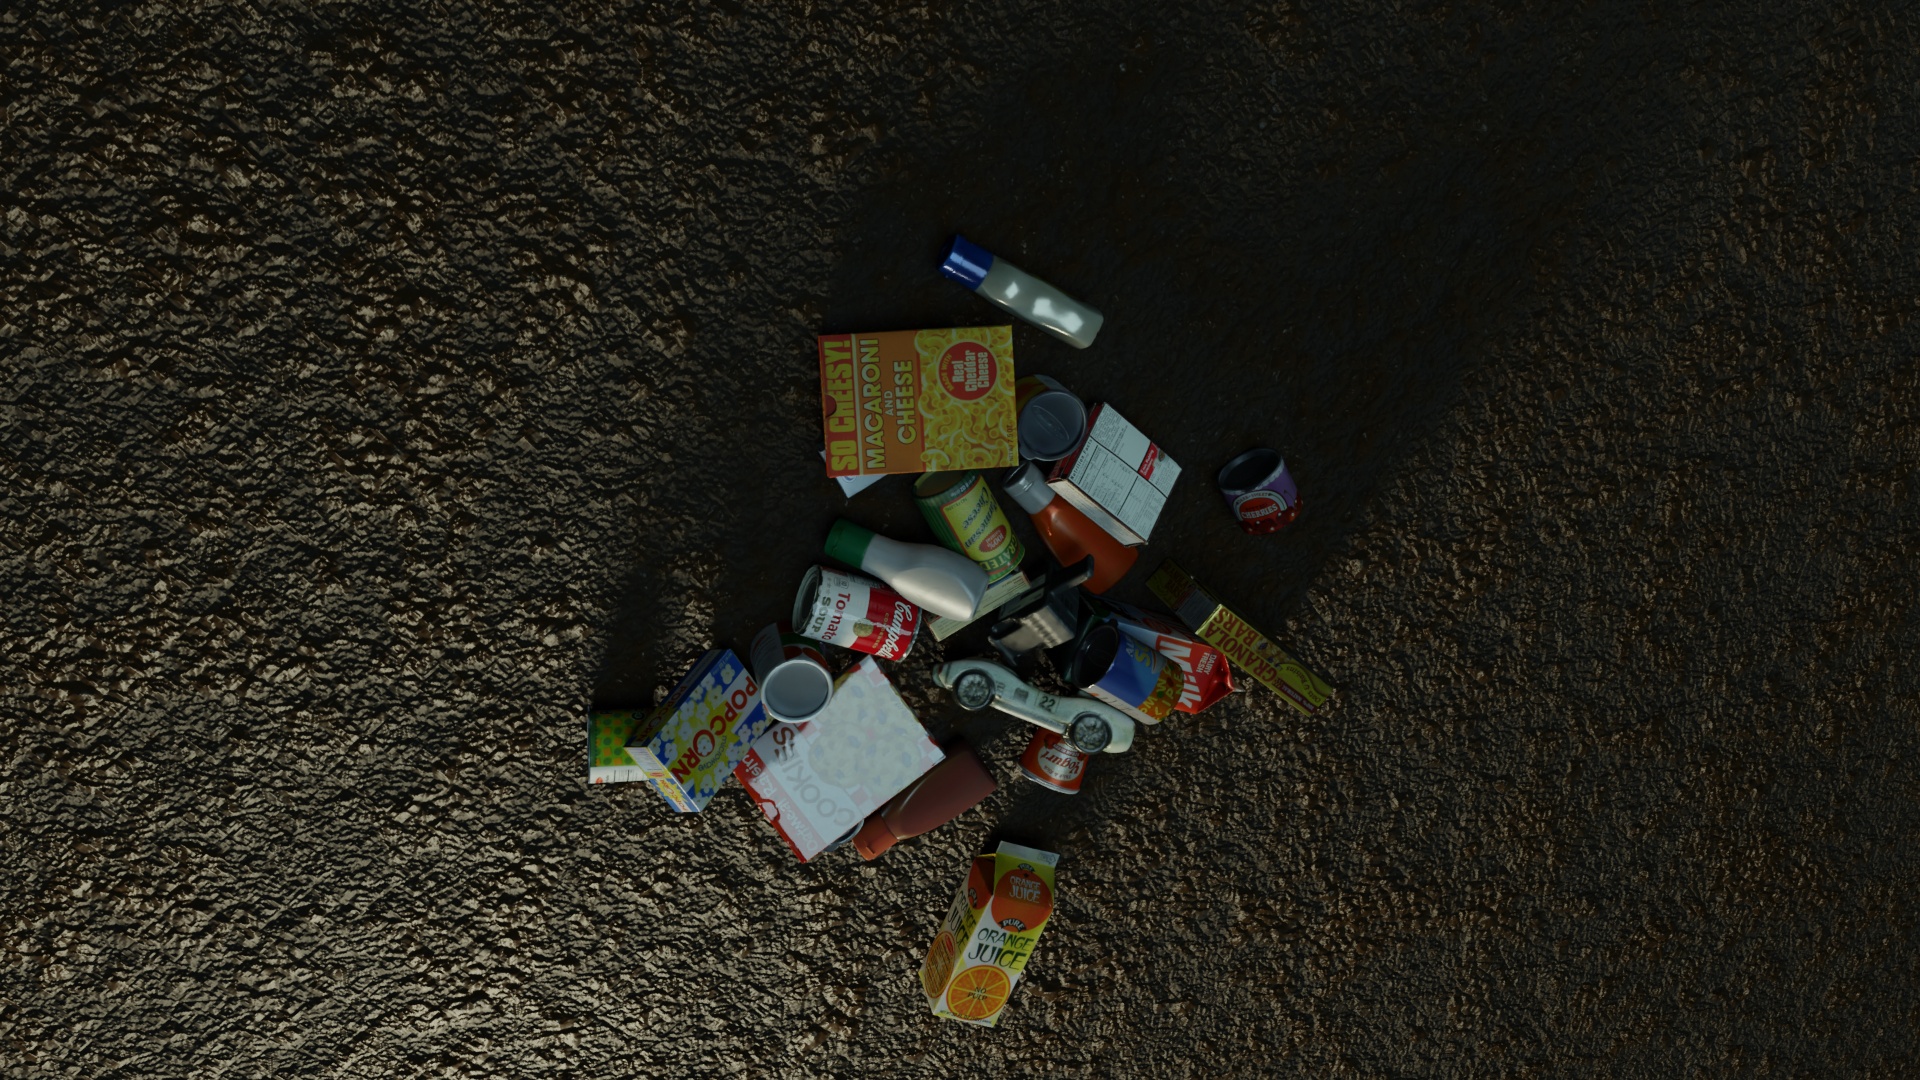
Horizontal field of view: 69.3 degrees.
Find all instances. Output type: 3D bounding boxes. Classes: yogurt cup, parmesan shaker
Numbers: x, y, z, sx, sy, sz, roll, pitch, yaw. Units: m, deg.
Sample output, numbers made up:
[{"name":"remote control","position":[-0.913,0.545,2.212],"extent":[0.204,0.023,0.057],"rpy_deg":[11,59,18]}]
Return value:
[{"name":"yogurt cup","position":[0.097,0.214,1.386],"extent":[0.072,0.072,0.054],"rpy_deg":[21,96,-22]},{"name":"parmesan shaker","position":[0.005,-0.016,1.268],"extent":[0.071,0.071,0.102],"rpy_deg":[-32,116,-2]}]

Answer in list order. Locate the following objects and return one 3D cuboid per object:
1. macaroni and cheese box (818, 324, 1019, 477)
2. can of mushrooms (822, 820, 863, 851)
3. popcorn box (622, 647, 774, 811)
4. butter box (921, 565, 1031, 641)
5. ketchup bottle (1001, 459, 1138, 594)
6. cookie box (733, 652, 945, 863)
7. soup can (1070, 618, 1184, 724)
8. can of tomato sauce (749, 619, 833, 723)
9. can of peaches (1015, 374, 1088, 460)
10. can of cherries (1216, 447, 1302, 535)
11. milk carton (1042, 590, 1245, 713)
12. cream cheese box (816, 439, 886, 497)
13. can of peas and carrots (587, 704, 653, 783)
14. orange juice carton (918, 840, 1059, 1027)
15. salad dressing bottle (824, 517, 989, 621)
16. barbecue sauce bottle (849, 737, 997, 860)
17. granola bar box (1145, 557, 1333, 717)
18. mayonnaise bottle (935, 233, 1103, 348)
[{"name":"macaroni and cheese box","position":[-0.036,-0.121,1.204],"extent":[0.167,0.040,0.123],"rpy_deg":[-4,96,-6]},{"name":"can of mushrooms","position":[-0.130,0.265,1.357],"extent":[0.071,0.033,0.070],"rpy_deg":[-6,112,-14]},{"name":"popcorn box","position":[-0.231,0.170,1.251],"extent":[0.127,0.038,0.085],"rpy_deg":[-53,123,-37]},{"name":"butter box","position":[0.011,0.051,1.304],"extent":[0.103,0.053,0.024],"rpy_deg":[-30,118,-2]},{"name":"ketchup bottle","position":[0.100,-0.016,1.309],"extent":[0.064,0.043,0.148],"rpy_deg":[-46,115,3]},{"name":"cookie box","position":[-0.117,0.202,1.307],"extent":[0.167,0.040,0.123],"rpy_deg":[-36,95,-3]},{"name":"soup can","position":[0.157,0.122,1.285],"extent":[0.084,0.071,0.071],"rpy_deg":[30,100,-23]},{"name":"can of tomato sauce","position":[-0.153,0.120,1.267],"extent":[0.071,0.083,0.071],"rpy_deg":[-5,112,-13]},{"name":"can of peaches","position":[0.073,-0.111,1.257],"extent":[0.071,0.058,0.071],"rpy_deg":[-6,113,-14]},{"name":"can of cherries","position":[0.288,-0.046,1.336],"extent":[0.071,0.072,0.058],"rpy_deg":[-33,117,-2]},{"name":"milk carton","position":[0.187,0.113,1.367],"extent":[0.191,0.072,0.073],"rpy_deg":[16,105,-21]},{"name":"cream cheese box","position":[-0.072,-0.088,1.244],"extent":[0.104,0.024,0.053],"rpy_deg":[-32,114,-2]},{"name":"can of peas and carrots","position":[-0.308,0.183,1.259],"extent":[0.059,0.071,0.070],"rpy_deg":[0,111,-16]},{"name":"orange juice carton","position":[0.033,0.397,1.432],"extent":[0.072,0.073,0.192],"rpy_deg":[20,103,-21]},{"name":"salad dressing bottle","position":[-0.049,0.024,1.250],"extent":[0.148,0.044,0.064],"rpy_deg":[23,134,6]},{"name":"barbecue sauce bottle","position":[-0.040,0.261,1.376],"extent":[0.148,0.044,0.064],"rpy_deg":[-35,115,0]},{"name":"granola bar box","position":[0.271,0.092,1.354],"extent":[0.165,0.124,0.039],"rpy_deg":[35,98,-24]},{"name":"mayonnaise bottle","position":[0.051,-0.217,1.210],"extent":[0.148,0.065,0.041],"rpy_deg":[26,99,-19]}]
